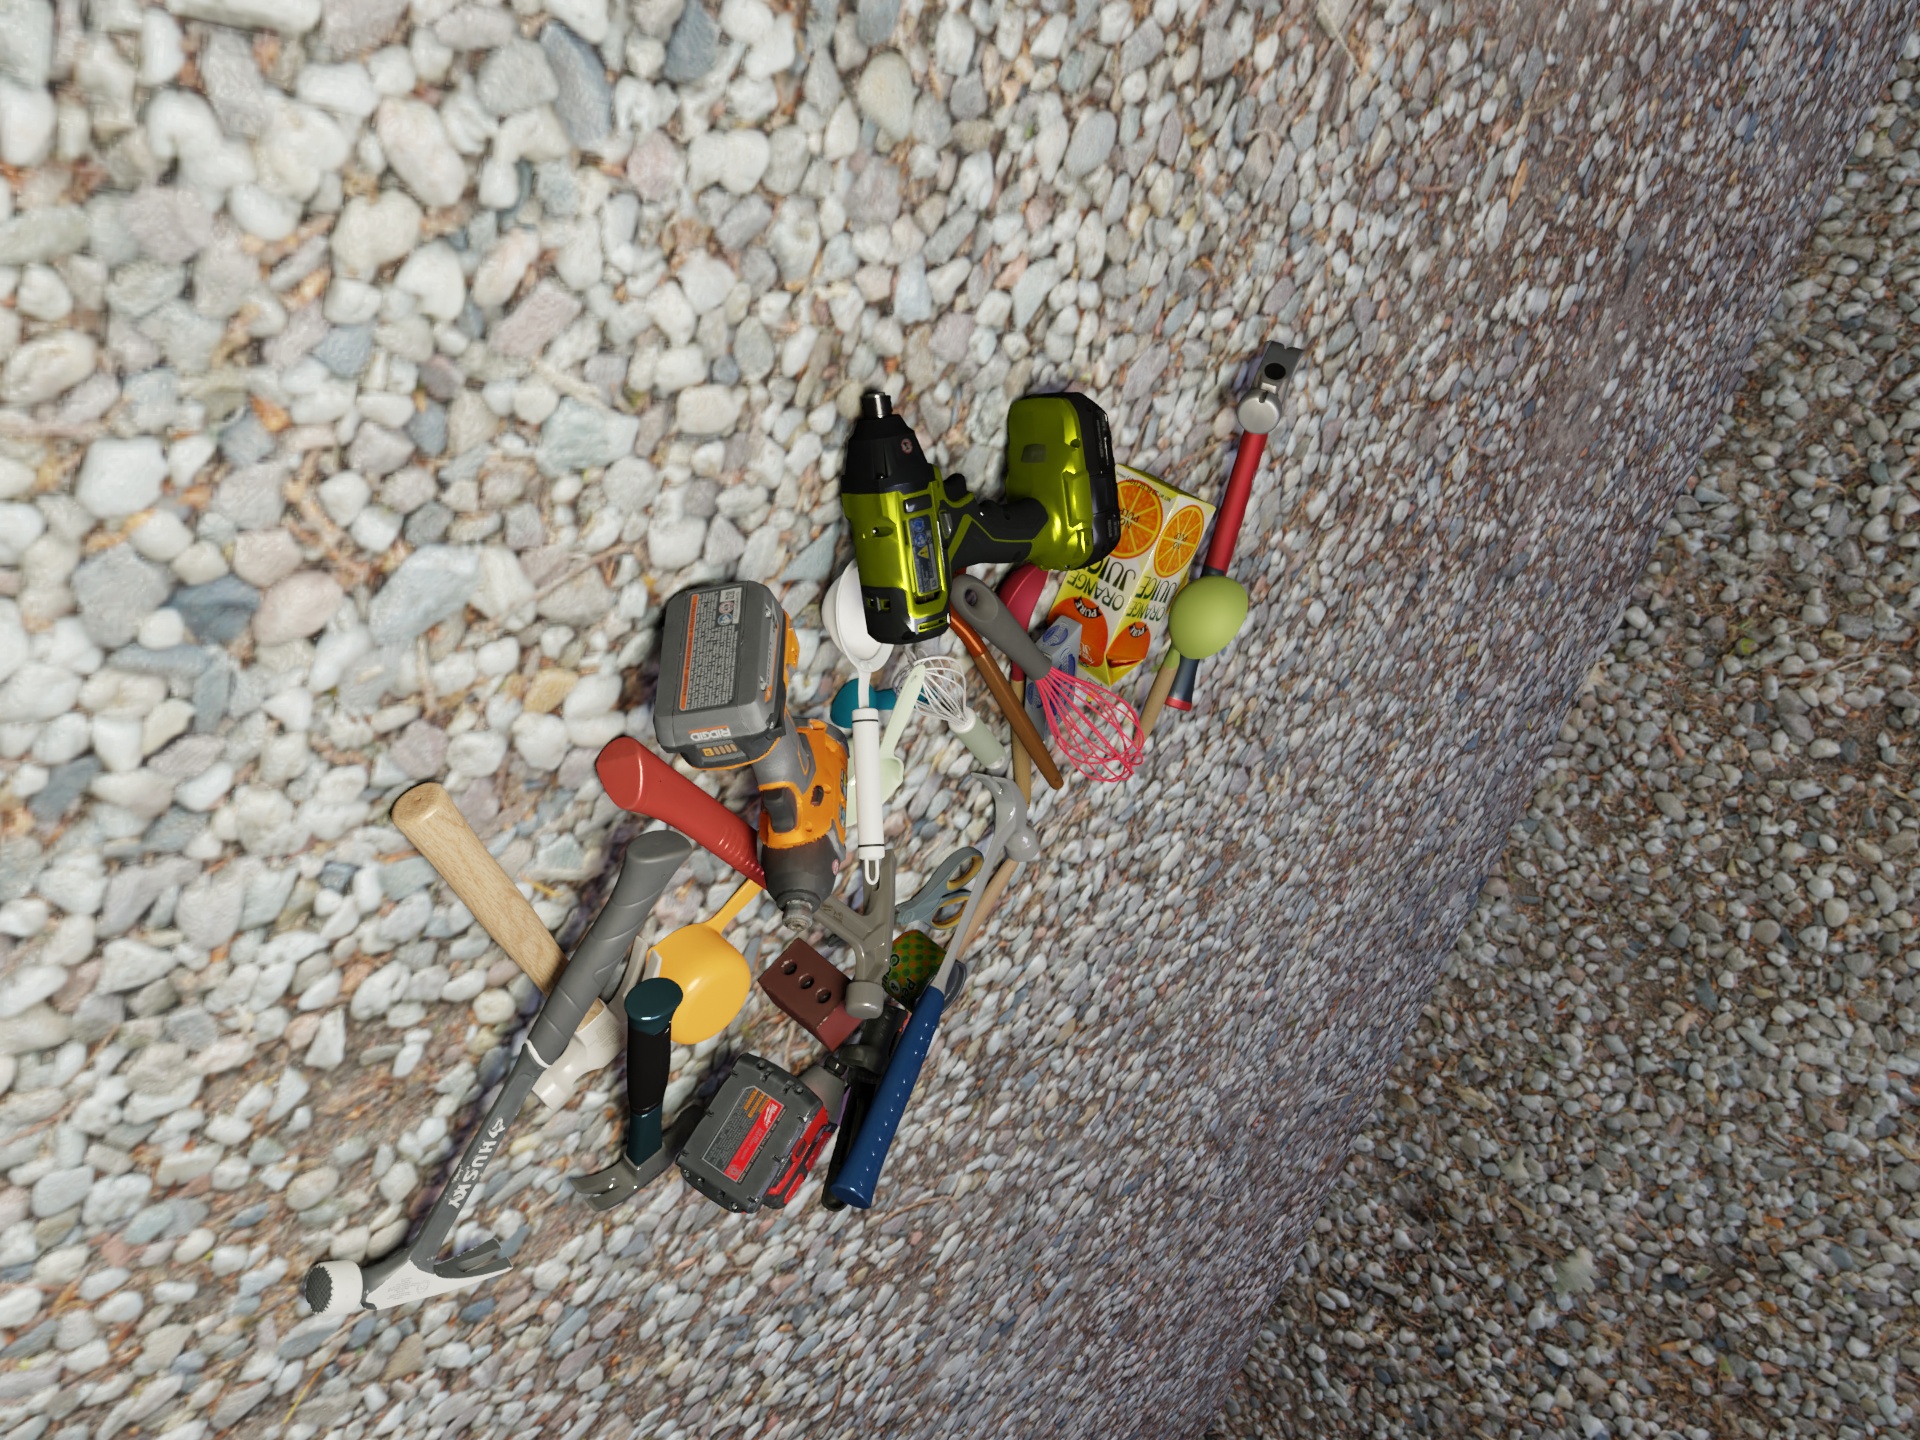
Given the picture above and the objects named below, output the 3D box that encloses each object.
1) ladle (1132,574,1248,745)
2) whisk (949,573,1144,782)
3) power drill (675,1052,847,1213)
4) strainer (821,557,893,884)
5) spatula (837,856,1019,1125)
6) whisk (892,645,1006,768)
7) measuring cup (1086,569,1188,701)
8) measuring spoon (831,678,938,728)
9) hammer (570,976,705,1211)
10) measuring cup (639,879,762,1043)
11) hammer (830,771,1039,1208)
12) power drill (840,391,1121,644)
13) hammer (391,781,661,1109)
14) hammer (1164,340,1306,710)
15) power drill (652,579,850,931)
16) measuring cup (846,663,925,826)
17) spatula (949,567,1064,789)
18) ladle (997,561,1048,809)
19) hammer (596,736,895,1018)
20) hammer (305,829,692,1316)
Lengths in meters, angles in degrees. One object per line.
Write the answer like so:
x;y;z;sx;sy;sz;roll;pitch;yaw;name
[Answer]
0.205;-0.040;1.495;0.320;0.062;0.078;99;6;-66;ladle
0.074;-0.032;1.309;0.073;0.073;0.295;-53;133;-7;whisk
-0.157;0.351;1.371;0.143;0.078;0.219;-58;167;-9;power drill
-0.072;-0.011;1.150;0.086;0.050;0.258;11;74;-62;strainer
-0.033;0.267;1.560;0.316;0.018;0.059;-57;150;3;spatula
-0.002;-0.004;1.324;0.058;0.059;0.246;-31;156;4;whisk
0.157;-0.088;1.495;0.156;0.029;0.062;-54;149;1;measuring cup
-0.053;-0.013;1.275;0.128;0.021;0.042;-6;123;-52;measuring spoon
-0.236;0.282;1.204;0.128;0.033;0.330;-36;158;-31;hammer
-0.178;0.177;1.244;0.173;0.052;0.095;-48;148;-9;measuring cup
-0.020;0.226;1.390;0.143;0.035;0.406;71;36;-49;hammer
0.013;-0.164;1.157;0.223;0.080;0.171;-22;111;-40;power drill
-0.294;0.146;1.080;0.130;0.031;0.331;-43;146;-20;hammer
0.252;-0.170;1.521;0.143;0.038;0.386;-60;165;-48;hammer
-0.132;0.031;1.086;0.226;0.084;0.164;68;17;-52;power drill
-0.069;0.012;1.234;0.083;0.038;0.167;-17;142;-46;measuring cup
0.029;-0.039;1.315;0.081;0.041;0.322;-47;135;-16;spatula
0.054;-0.022;1.412;0.069;0.031;0.315;-44;149;-31;ladle
-0.147;0.098;1.199;0.358;0.037;0.149;46;38;-50;hammer
-0.298;0.248;1.105;0.149;0.036;0.409;17;109;-52;hammer
